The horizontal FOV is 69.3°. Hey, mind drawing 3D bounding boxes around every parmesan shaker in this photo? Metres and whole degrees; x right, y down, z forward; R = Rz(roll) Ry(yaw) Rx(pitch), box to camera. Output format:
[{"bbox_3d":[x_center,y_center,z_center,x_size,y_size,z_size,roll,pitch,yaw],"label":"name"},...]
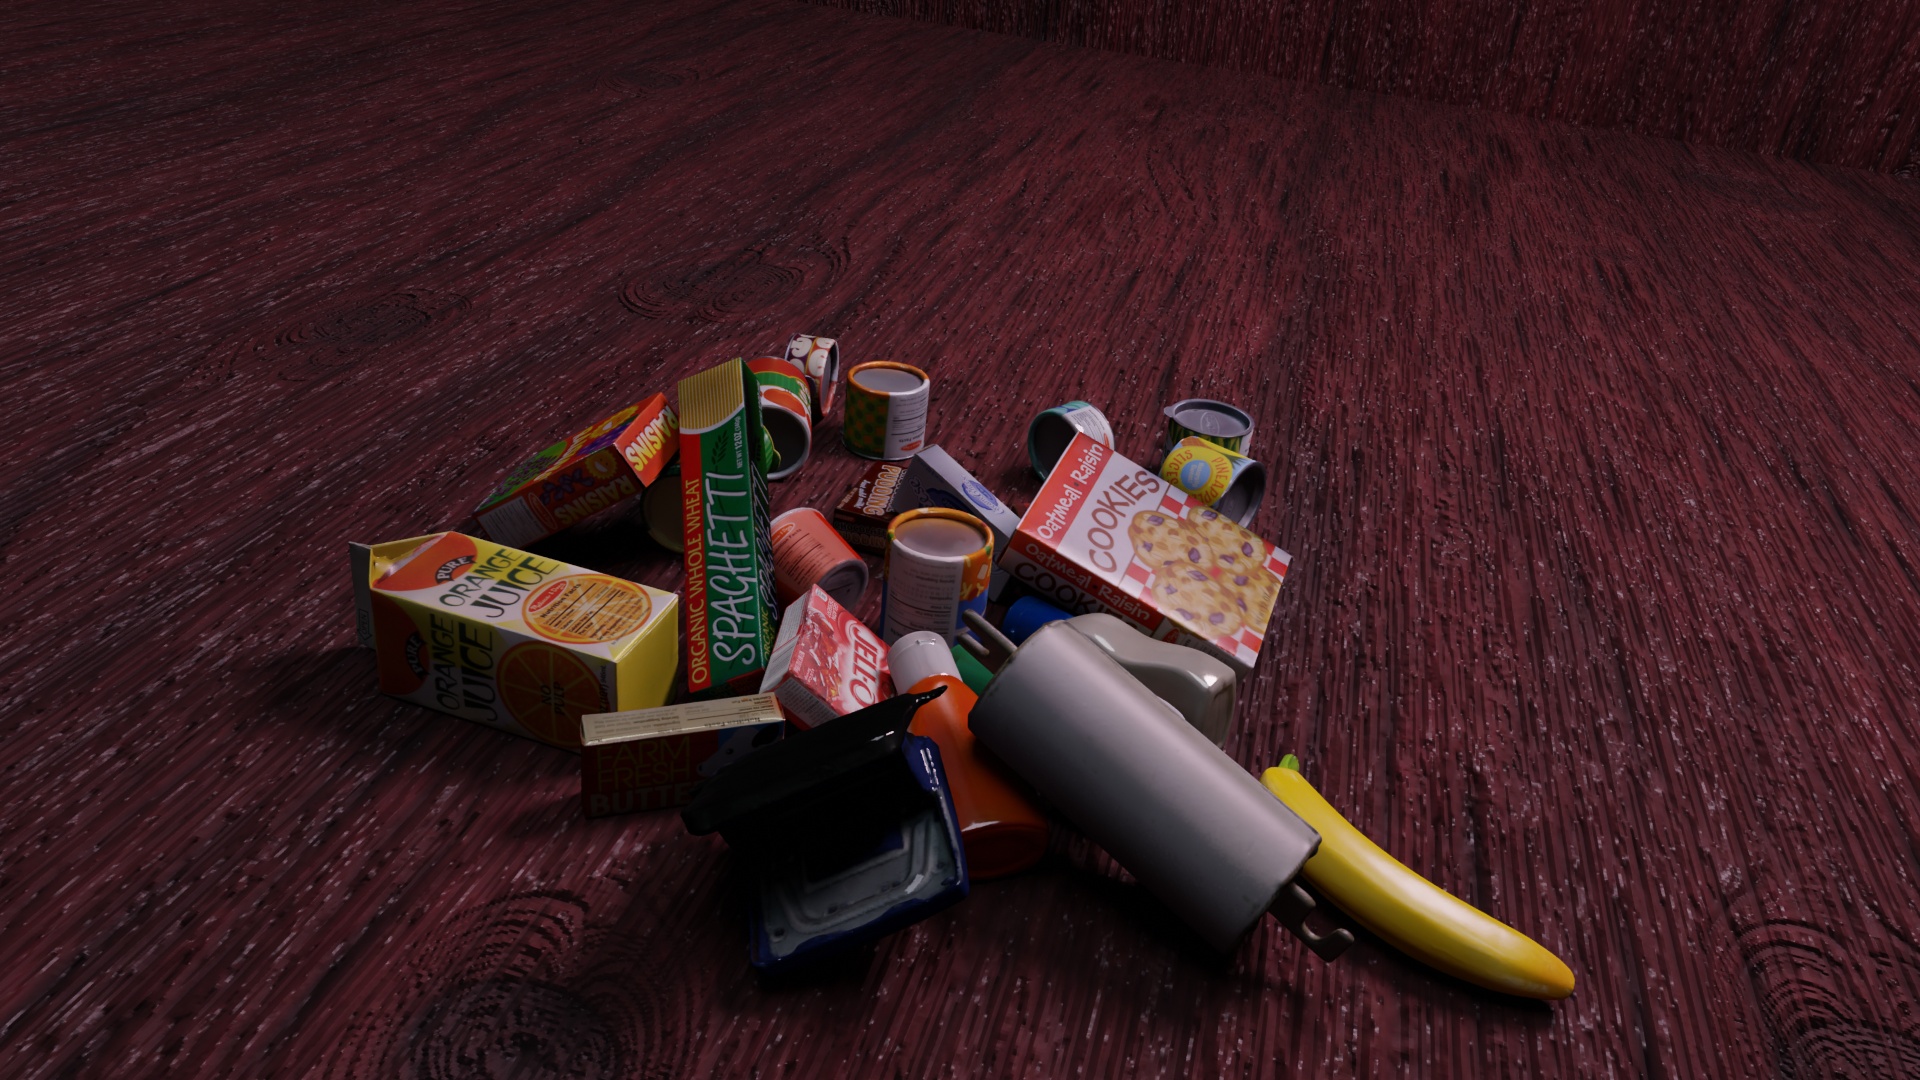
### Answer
[{"bbox_3d":[-0.172,-0.042,0.967,0.071,0.071,0.103,9,30,4],"label":"parmesan shaker"}]

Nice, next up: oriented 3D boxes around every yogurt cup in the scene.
[{"bbox_3d":[-0.095,0.021,0.879,0.054,0.072,0.073,37,41,29],"label":"yogurt cup"}]

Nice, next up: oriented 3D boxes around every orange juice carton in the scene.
[{"bbox_3d":[-0.260,0.053,0.781,0.193,0.071,0.073,14,31,13],"label":"orange juice carton"}]

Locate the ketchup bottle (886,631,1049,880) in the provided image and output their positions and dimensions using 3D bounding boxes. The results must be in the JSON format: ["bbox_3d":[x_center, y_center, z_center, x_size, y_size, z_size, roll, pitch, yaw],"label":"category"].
[{"bbox_3d":[-0.004,0.110,0.743,0.065,0.043,0.149,-2,39,-20],"label":"ketchup bottle"}]

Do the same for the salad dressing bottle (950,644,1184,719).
[{"bbox_3d":[0.054,0.097,0.784,0.148,0.064,0.044,18,41,33],"label":"salad dressing bottle"}]

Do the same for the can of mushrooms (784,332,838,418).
[{"bbox_3d":[-0.123,-0.132,1.133,0.033,0.070,0.071,10,30,4],"label":"can of mushrooms"}]

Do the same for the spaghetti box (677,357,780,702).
[{"bbox_3d":[-0.143,-0.010,0.854,0.050,0.028,0.251,-20,52,12],"label":"spaghetti box"}]

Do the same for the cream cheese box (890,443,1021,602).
[{"bbox_3d":[0.003,-0.012,0.933,0.104,0.053,0.024,42,42,17],"label":"cream cheese box"}]

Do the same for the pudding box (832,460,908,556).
[{"bbox_3d":[-0.054,-0.023,0.993,0.050,0.030,0.084,15,31,13],"label":"pudding box"}]

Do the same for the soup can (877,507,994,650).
[{"bbox_3d":[-0.015,0.029,0.858,0.071,0.083,0.072,5,29,-3],"label":"soup can"}]

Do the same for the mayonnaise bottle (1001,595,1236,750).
[{"bbox_3d":[0.091,0.076,0.824,0.148,0.064,0.041,26,36,36],"label":"mayonnaise bottle"}]

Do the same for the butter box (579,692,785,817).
[{"bbox_3d":[-0.145,0.111,0.723,0.104,0.052,0.024,-5,35,-18],"label":"butter box"}]

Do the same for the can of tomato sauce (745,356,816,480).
[{"bbox_3d":[-0.145,-0.093,1.059,0.071,0.070,0.083,2,31,-8],"label":"can of tomato sauce"}]

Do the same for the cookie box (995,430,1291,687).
[{"bbox_3d":[0.120,0.013,0.896,0.167,0.040,0.123,31,41,3],"label":"cookie box"}]

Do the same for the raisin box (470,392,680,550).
[{"bbox_3d":[-0.250,-0.044,0.921,0.123,0.040,0.086,-23,21,22],"label":"raisin box"}]

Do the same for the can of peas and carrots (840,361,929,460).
[{"bbox_3d":[-0.061,-0.105,1.103,0.071,0.058,0.071,5,30,-3],"label":"can of peas and carrots"}]

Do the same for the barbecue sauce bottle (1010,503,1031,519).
[{"bbox_3d":[0.110,0.002,0.969,0.149,0.043,0.065,0,36,-11],"label":"barbecue sauce bottle"}]

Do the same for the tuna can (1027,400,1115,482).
[{"bbox_3d":[0.083,-0.072,1.071,0.033,0.070,0.071,-20,40,-37],"label":"tuna can"}]

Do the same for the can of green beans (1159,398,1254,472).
[{"bbox_3d":[0.194,-0.072,1.098,0.071,0.057,0.071,5,30,-3],"label":"can of green beans"}]

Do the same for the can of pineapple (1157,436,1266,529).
[{"bbox_3d":[0.184,-0.038,1.028,0.058,0.070,0.071,27,36,33],"label":"can of pineapple"}]
